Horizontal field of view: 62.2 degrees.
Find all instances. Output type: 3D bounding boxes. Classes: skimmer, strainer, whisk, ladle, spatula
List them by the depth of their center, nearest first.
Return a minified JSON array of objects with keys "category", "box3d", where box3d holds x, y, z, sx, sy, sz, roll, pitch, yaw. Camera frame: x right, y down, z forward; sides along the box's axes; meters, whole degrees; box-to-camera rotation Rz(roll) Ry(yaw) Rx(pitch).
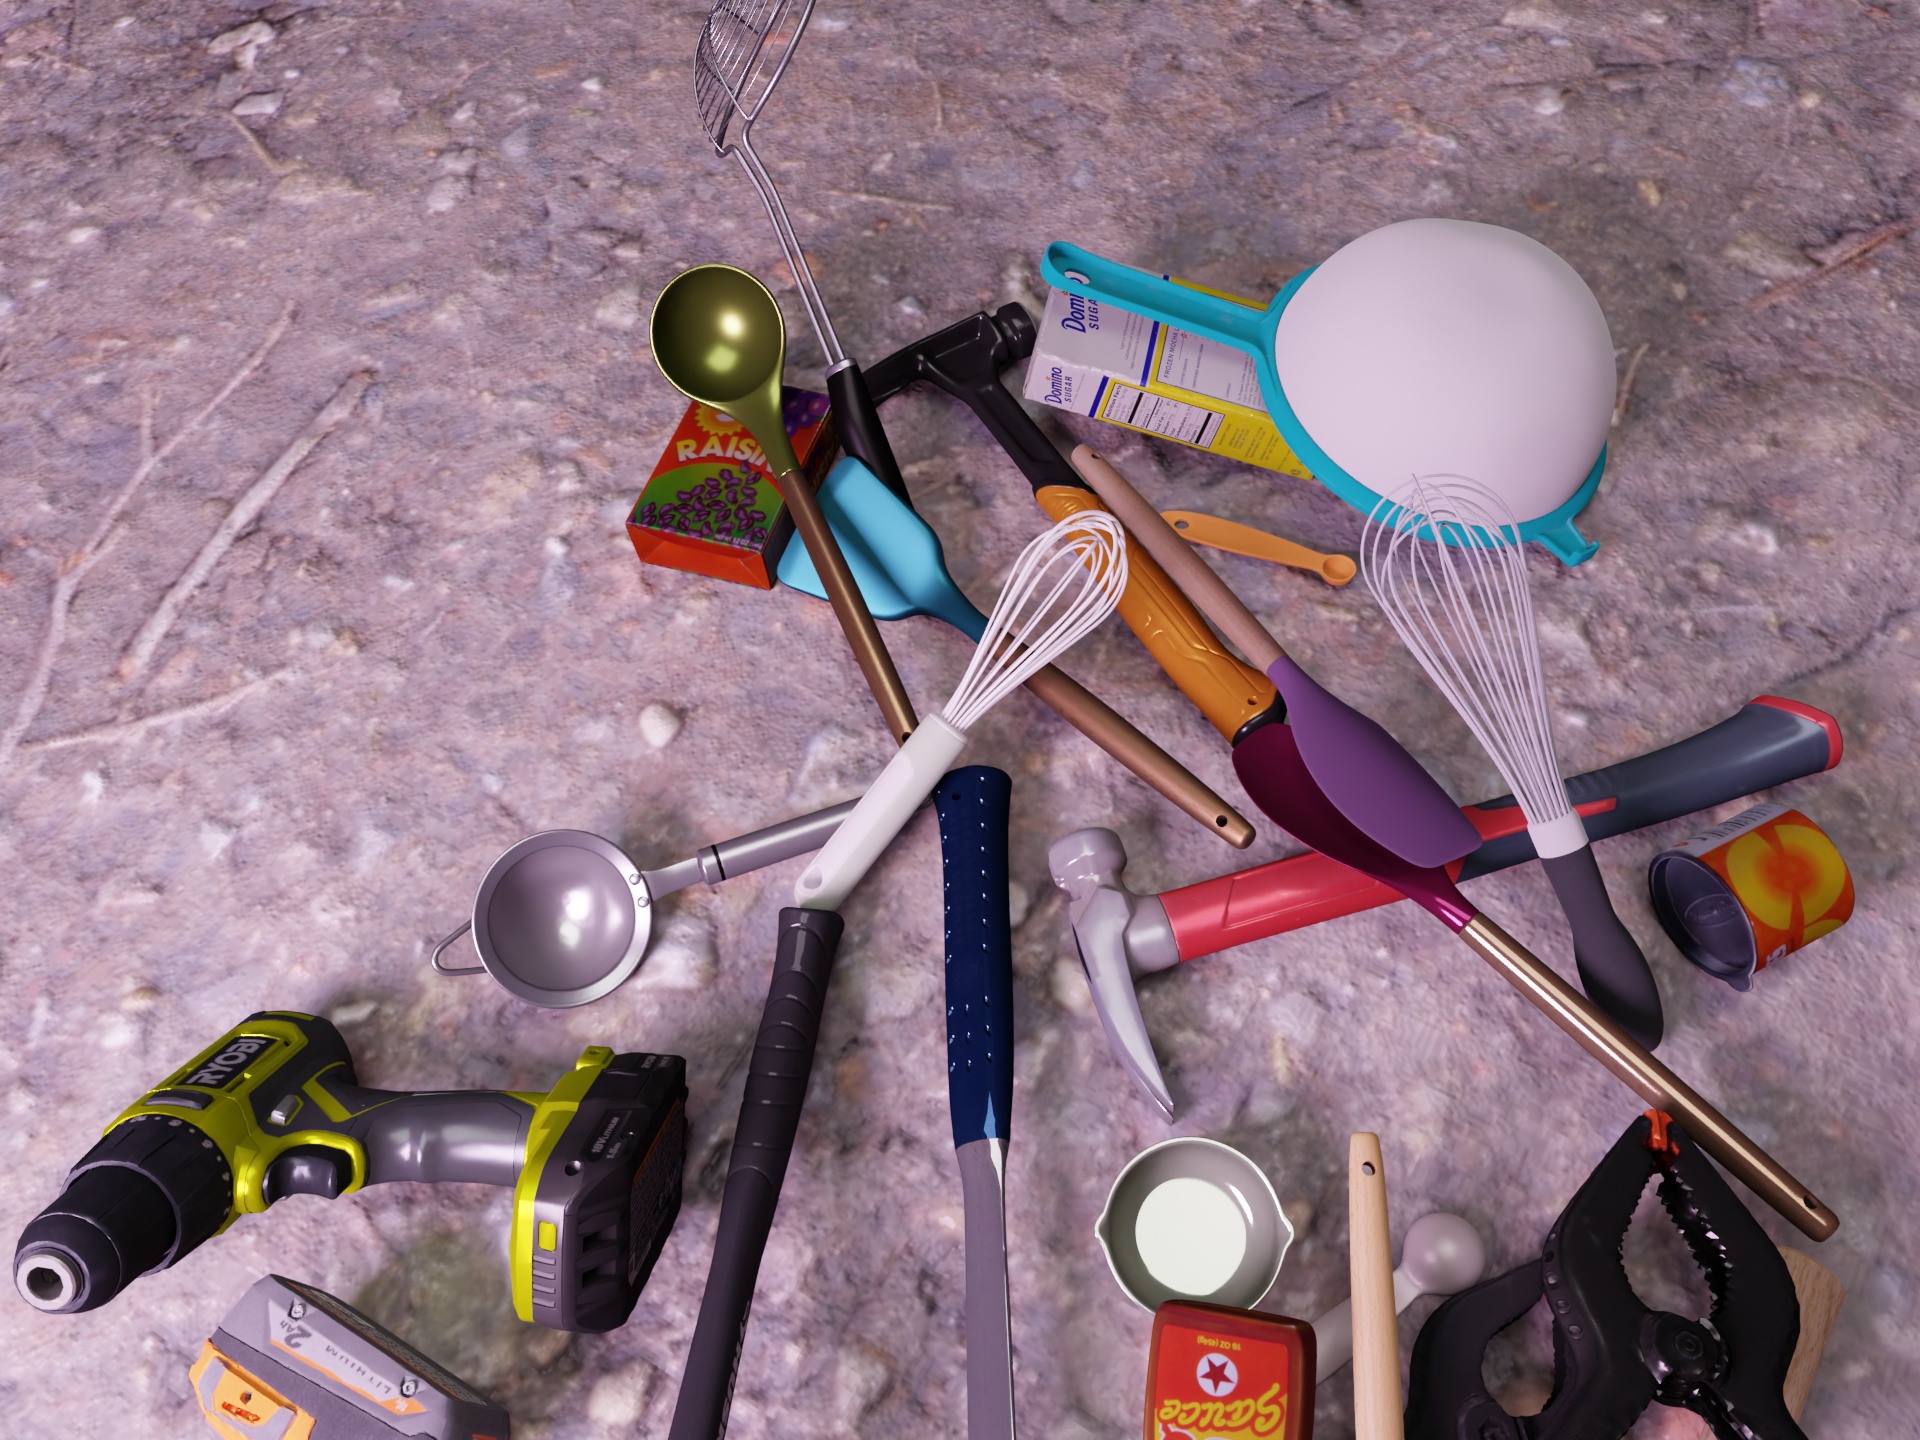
[{"category":"ladle","box3d":[0.160,0.315,0.592,0.069,0.031,0.316,0,67,5]},{"category":"whisk","box3d":[0.256,0.021,0.714,0.070,0.070,0.284,-25,95,-10]},{"category":"whisk","box3d":[-0.001,-0.002,0.780,0.246,0.059,0.058,-52,45,2]},{"category":"strainer","box3d":[-0.132,0.076,0.793,0.258,0.050,0.087,-18,94,-13]},{"category":"spatula","box3d":[0.144,-0.044,0.805,0.059,0.018,0.316,-16,52,-27]},{"category":"spatula","box3d":[0.027,-0.029,0.821,0.318,0.044,0.082,39,102,34]},{"category":"ladle","box3d":[-0.087,-0.115,0.857,0.078,0.062,0.320,-30,67,10]},{"category":"strainer","box3d":[0.216,-0.224,0.865,0.340,0.095,0.211,17,59,-5]},{"category":"skimmer","box3d":[-0.067,-0.264,0.917,0.090,0.127,0.363,-20,88,-33]}]

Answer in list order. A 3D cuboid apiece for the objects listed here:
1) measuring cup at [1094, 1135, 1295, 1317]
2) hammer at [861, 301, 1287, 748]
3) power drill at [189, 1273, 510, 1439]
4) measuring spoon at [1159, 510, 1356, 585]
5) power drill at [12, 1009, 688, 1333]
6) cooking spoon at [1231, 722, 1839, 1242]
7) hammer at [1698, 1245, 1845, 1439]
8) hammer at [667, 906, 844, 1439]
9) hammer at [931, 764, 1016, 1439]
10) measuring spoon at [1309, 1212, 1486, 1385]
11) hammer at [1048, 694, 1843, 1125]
[{"category":"measuring cup","box3d":[0.098,0.261,0.664,0.083,0.038,0.168,-1,73,5]},{"category":"hammer","box3d":[0.065,-0.108,0.894,0.127,0.034,0.337,-28,60,-13]},{"category":"power drill","box3d":[-0.275,0.353,0.609,0.164,0.084,0.226,24,67,18]},{"category":"measuring spoon","box3d":[0.165,-0.097,0.894,0.117,0.011,0.021,19,58,20]},{"category":"power drill","box3d":[-0.242,0.189,0.659,0.228,0.190,0.080,5,102,3]},{"category":"cooking spoon","box3d":[0.247,0.108,0.709,0.069,0.017,0.319,-31,62,-33]},{"category":"hammer","box3d":[0.262,0.341,0.579,0.130,0.031,0.331,39,61,0]},{"category":"hammer","box3d":[-0.091,0.218,0.668,0.035,0.146,0.335,3,47,6]},{"category":"hammer","box3d":[0.015,0.193,0.686,0.144,0.035,0.406,-24,48,27]},{"category":"measuring spoon","box3d":[0.171,0.249,0.669,0.124,0.018,0.034,-32,61,-14]},{"category":"hammer","box3d":[0.246,0.073,0.762,0.386,0.038,0.143,-15,59,-5]}]
